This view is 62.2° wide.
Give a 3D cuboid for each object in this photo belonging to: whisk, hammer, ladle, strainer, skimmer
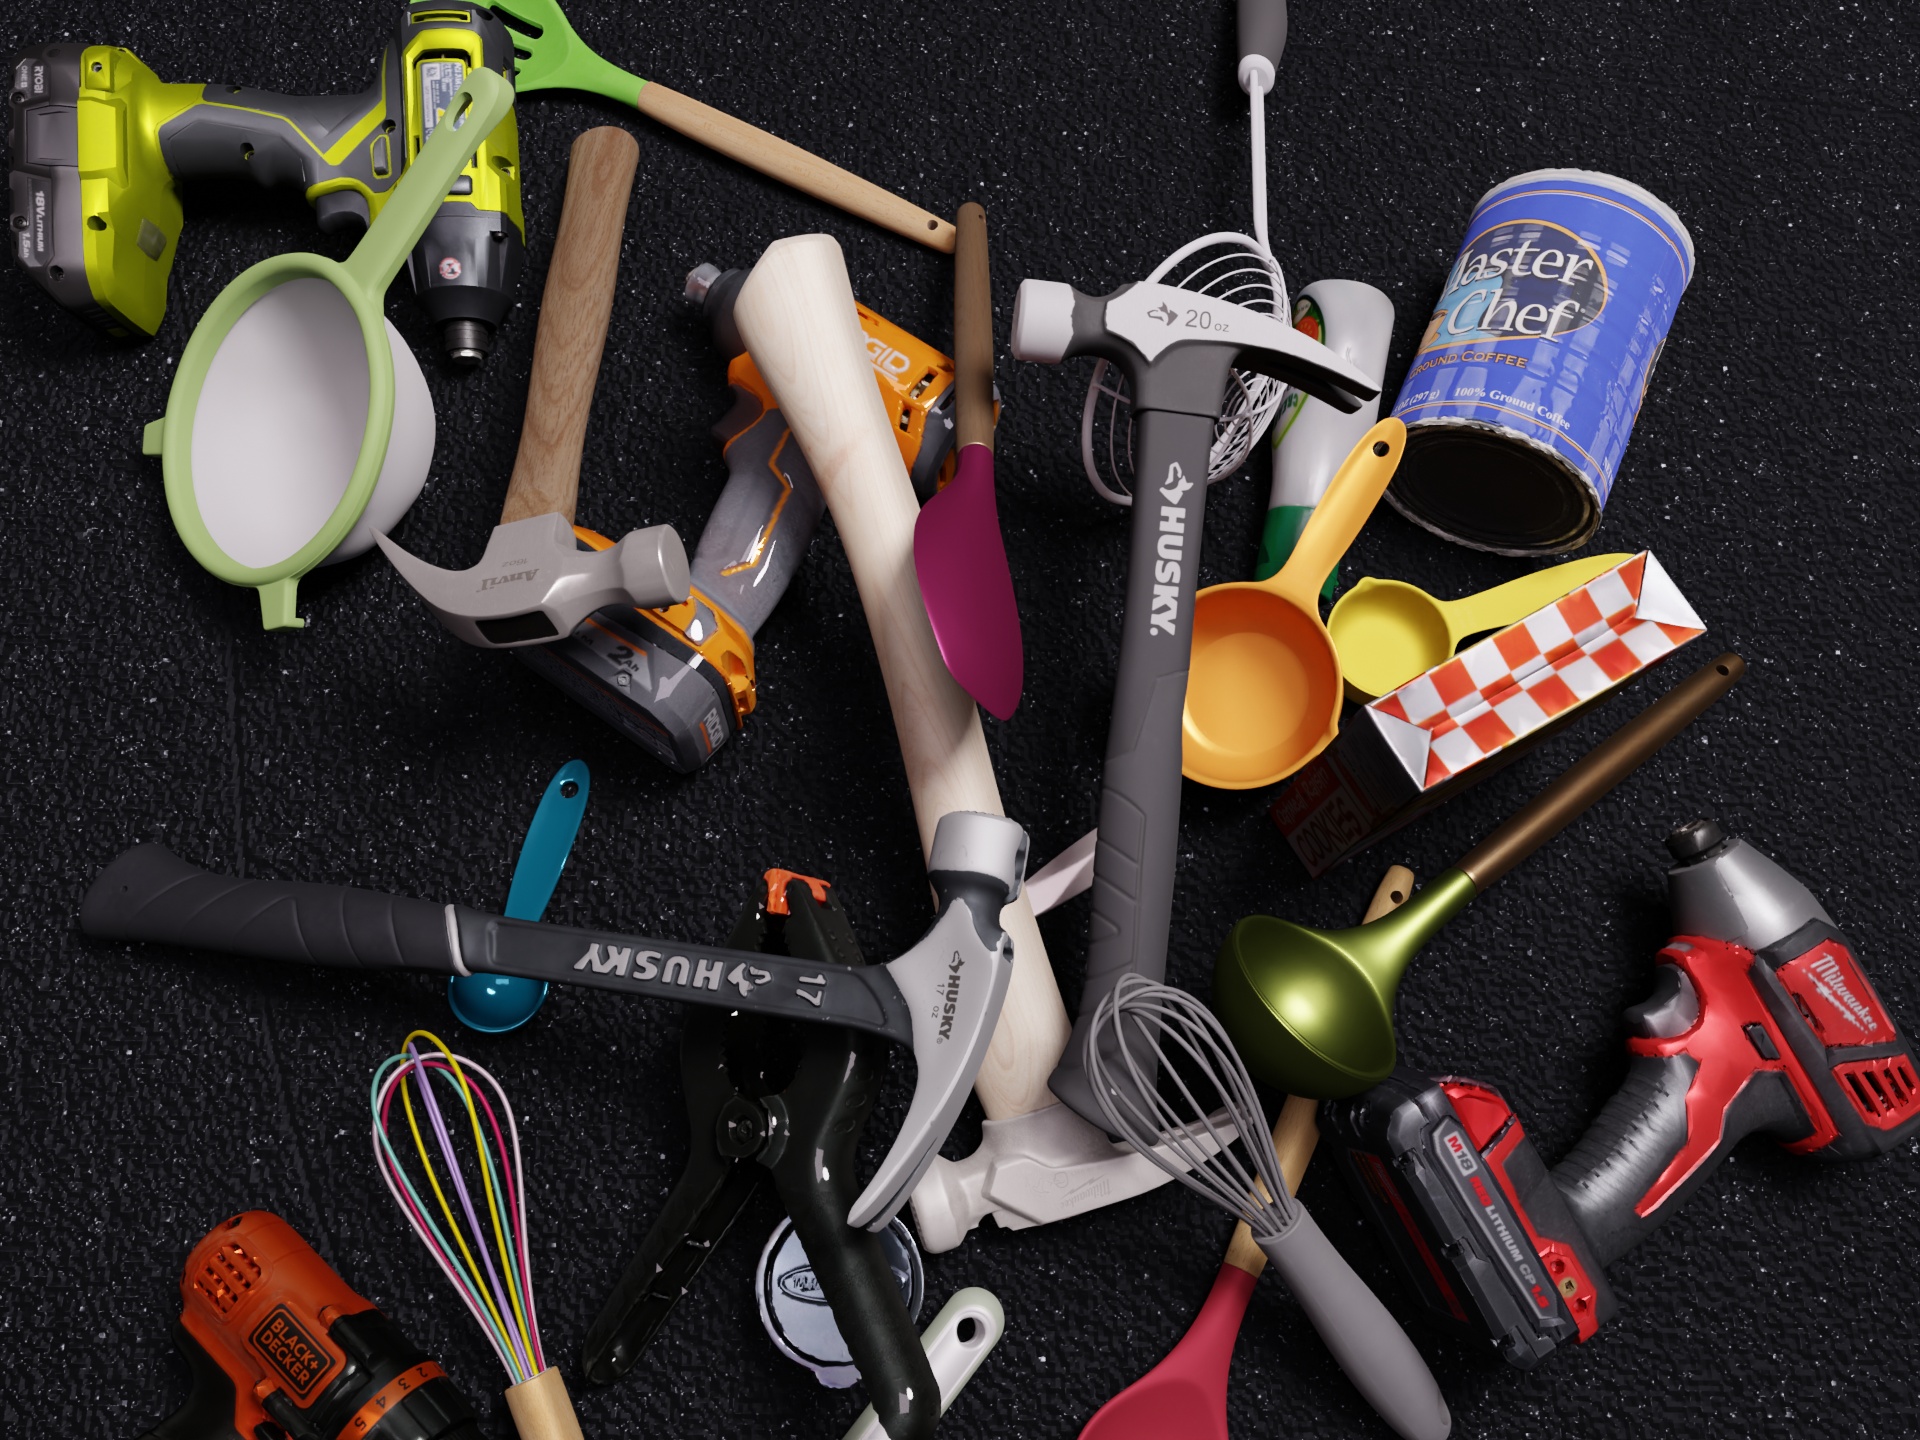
[{"bbox_3d":[0.119,0.189,0.591,0.055,0.055,0.238,-39,105,-11],"label":"whisk"},{"bbox_3d":[0.080,-0.003,0.627,0.146,0.035,0.335,6,85,-5],"label":"hammer"},{"bbox_3d":[0.227,0.047,0.650,0.320,0.062,0.078,-32,68,-22],"label":"ladle"},{"bbox_3d":[-0.001,-0.002,0.653,0.146,0.038,0.411,-16,88,-6],"label":"hammer"},{"bbox_3d":[-0.177,-0.163,0.708,0.130,0.031,0.332,-11,50,9],"label":"hammer"},{"bbox_3d":[-0.180,0.094,0.623,0.409,0.036,0.149,4,68,19],"label":"hammer"},{"bbox_3d":[-0.065,0.317,0.597,0.058,0.059,0.246,41,72,1],"label":"whisk"},{"bbox_3d":[-0.259,-0.171,0.717,0.152,0.069,0.256,46,106,26],"label":"strainer"},{"bbox_3d":[0.115,-0.267,0.774,0.090,0.127,0.364,-4,59,18],"label":"skimmer"},{"bbox_3d":[-0.176,0.236,0.623,0.047,0.051,0.245,-28,77,12],"label":"whisk"},{"bbox_3d":[0.123,0.198,0.644,0.069,0.031,0.315,29,72,-4],"label":"ladle"}]

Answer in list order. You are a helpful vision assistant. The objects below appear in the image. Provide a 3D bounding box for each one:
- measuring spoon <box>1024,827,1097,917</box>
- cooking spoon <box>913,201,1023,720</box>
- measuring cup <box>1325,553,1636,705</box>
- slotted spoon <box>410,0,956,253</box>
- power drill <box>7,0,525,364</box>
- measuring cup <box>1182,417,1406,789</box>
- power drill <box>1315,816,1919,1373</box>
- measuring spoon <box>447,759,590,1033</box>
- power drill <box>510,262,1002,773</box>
[{"bbox_3d":[0.043,0.068,0.692,0.124,0.018,0.034,-33,74,-10],"label":"measuring spoon"},{"bbox_3d":[0.006,-0.128,0.672,0.017,0.068,0.319,-26,43,26],"label":"cooking spoon"},{"bbox_3d":[0.238,-0.046,0.724,0.156,0.029,0.062,-16,72,-7],"label":"measuring cup"},{"bbox_3d":[-0.141,-0.308,0.817,0.314,0.031,0.070,27,80,7],"label":"slotted spoon"},{"bbox_3d":[-0.327,-0.254,0.772,0.223,0.080,0.171,-4,84,-4],"label":"power drill"},{"bbox_3d":[0.144,-0.049,0.689,0.095,0.052,0.173,32,93,15],"label":"measuring cup"},{"bbox_3d":[0.261,0.141,0.627,0.219,0.078,0.143,-27,85,-12],"label":"power drill"},{"bbox_3d":[-0.186,0.077,0.697,0.042,0.021,0.129,12,63,4],"label":"measuring spoon"},{"bbox_3d":[-0.109,-0.107,0.723,0.164,0.084,0.226,34,71,12],"label":"power drill"}]
